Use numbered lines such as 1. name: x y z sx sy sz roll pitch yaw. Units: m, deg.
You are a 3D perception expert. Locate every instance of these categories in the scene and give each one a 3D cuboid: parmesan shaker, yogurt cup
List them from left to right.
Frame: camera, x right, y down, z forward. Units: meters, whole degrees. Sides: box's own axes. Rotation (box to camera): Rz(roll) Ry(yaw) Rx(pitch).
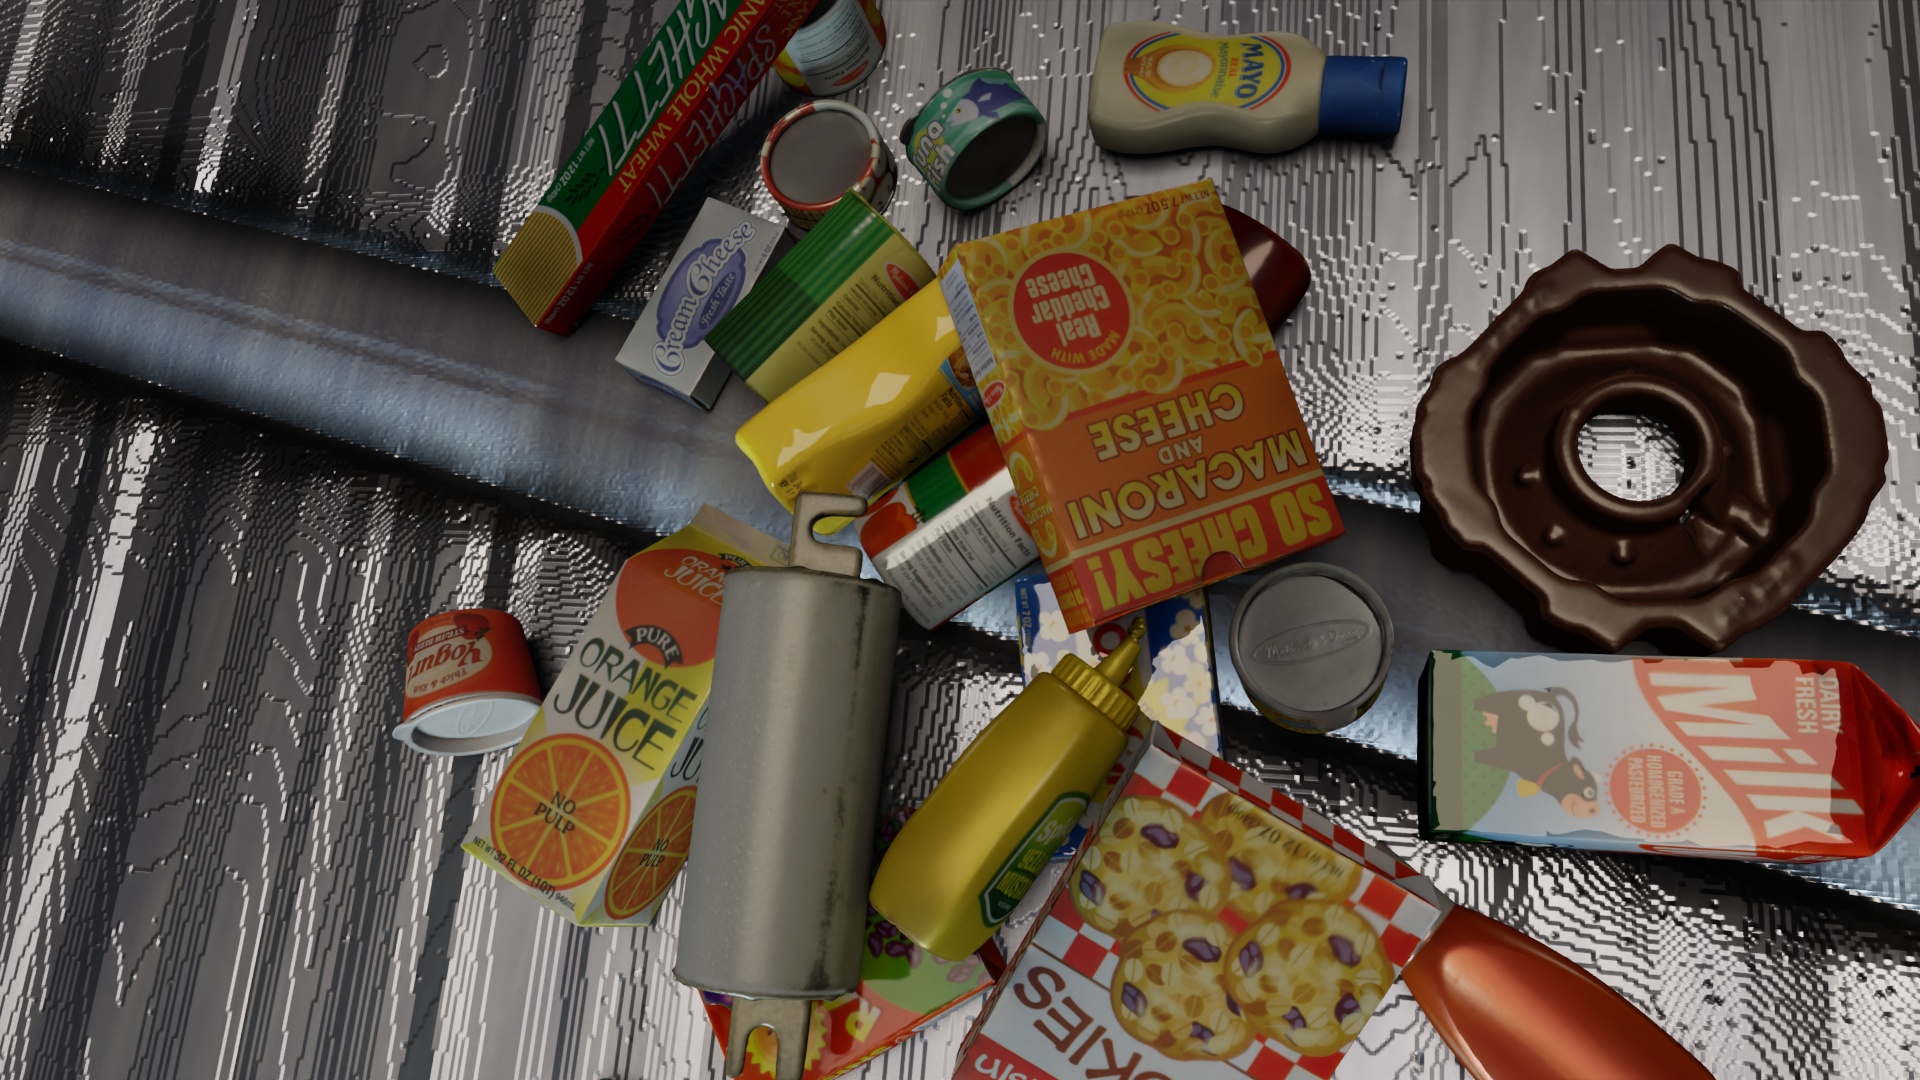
1. yogurt cup: -0.242 0.069 0.687 0.072 0.072 0.054 -21 63 8
2. parmesan shaker: -0.070 -0.115 0.689 0.103 0.071 0.071 -45 70 0

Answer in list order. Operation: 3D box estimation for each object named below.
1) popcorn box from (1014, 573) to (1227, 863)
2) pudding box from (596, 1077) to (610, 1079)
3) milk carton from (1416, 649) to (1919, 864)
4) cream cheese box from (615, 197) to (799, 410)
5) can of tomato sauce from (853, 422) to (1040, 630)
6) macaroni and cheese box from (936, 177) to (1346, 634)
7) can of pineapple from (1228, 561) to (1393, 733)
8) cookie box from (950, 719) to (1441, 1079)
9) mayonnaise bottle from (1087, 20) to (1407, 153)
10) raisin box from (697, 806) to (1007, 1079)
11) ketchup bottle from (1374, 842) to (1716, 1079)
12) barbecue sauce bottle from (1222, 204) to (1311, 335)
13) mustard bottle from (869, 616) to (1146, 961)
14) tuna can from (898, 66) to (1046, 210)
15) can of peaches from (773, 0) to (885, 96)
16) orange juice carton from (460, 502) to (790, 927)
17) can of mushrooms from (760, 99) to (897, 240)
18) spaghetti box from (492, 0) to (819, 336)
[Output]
1. popcorn box: 0.073 0.076 0.618 0.085 0.038 0.127 -8 74 13
2. pudding box: -0.140 0.279 0.620 0.084 0.030 0.050 13 80 17
3. milk carton: 0.281 0.086 0.544 0.190 0.072 0.073 1 75 14
4. cream cheese box: -0.133 -0.125 0.733 0.053 0.024 0.104 25 82 20
5. can of tomato sauce: 0.002 -0.008 0.644 0.083 0.071 0.071 -34 70 6
6. macaroni and cheese box: 0.076 -0.059 0.591 0.124 0.040 0.166 -18 85 -16
7. can of pineapple: 0.150 0.049 0.595 0.071 0.057 0.071 -4 75 14
8. cookie box: 0.088 0.175 0.549 0.123 0.040 0.167 30 102 6
9. mayonnaise bottle: 0.140 -0.220 0.680 0.148 0.041 0.065 7 75 16
10. raisin box: -0.052 0.187 0.619 0.123 0.040 0.086 -31 71 5
11. ketchup bottle: 0.215 0.183 0.550 0.149 0.043 0.065 41 89 20
12. barbecue sauce bottle: 0.095 -0.085 0.654 0.065 0.043 0.148 39 88 23
13. mustard bottle: 0.029 0.096 0.570 0.049 0.065 0.160 36 85 27
14. tuna can: 0.007 -0.199 0.693 0.071 0.071 0.033 -36 71 3
15. can of peaches: -0.081 -0.284 0.745 0.071 0.058 0.071 -3 75 13
16. orange juice carton: -0.141 0.078 0.653 0.072 0.073 0.193 26 82 19
17. can of mushrooms: -0.071 -0.194 0.731 0.071 0.033 0.071 -3 75 13
18. spaghetti box: -0.156 -0.216 0.722 0.249 0.029 0.050 -48 69 18
